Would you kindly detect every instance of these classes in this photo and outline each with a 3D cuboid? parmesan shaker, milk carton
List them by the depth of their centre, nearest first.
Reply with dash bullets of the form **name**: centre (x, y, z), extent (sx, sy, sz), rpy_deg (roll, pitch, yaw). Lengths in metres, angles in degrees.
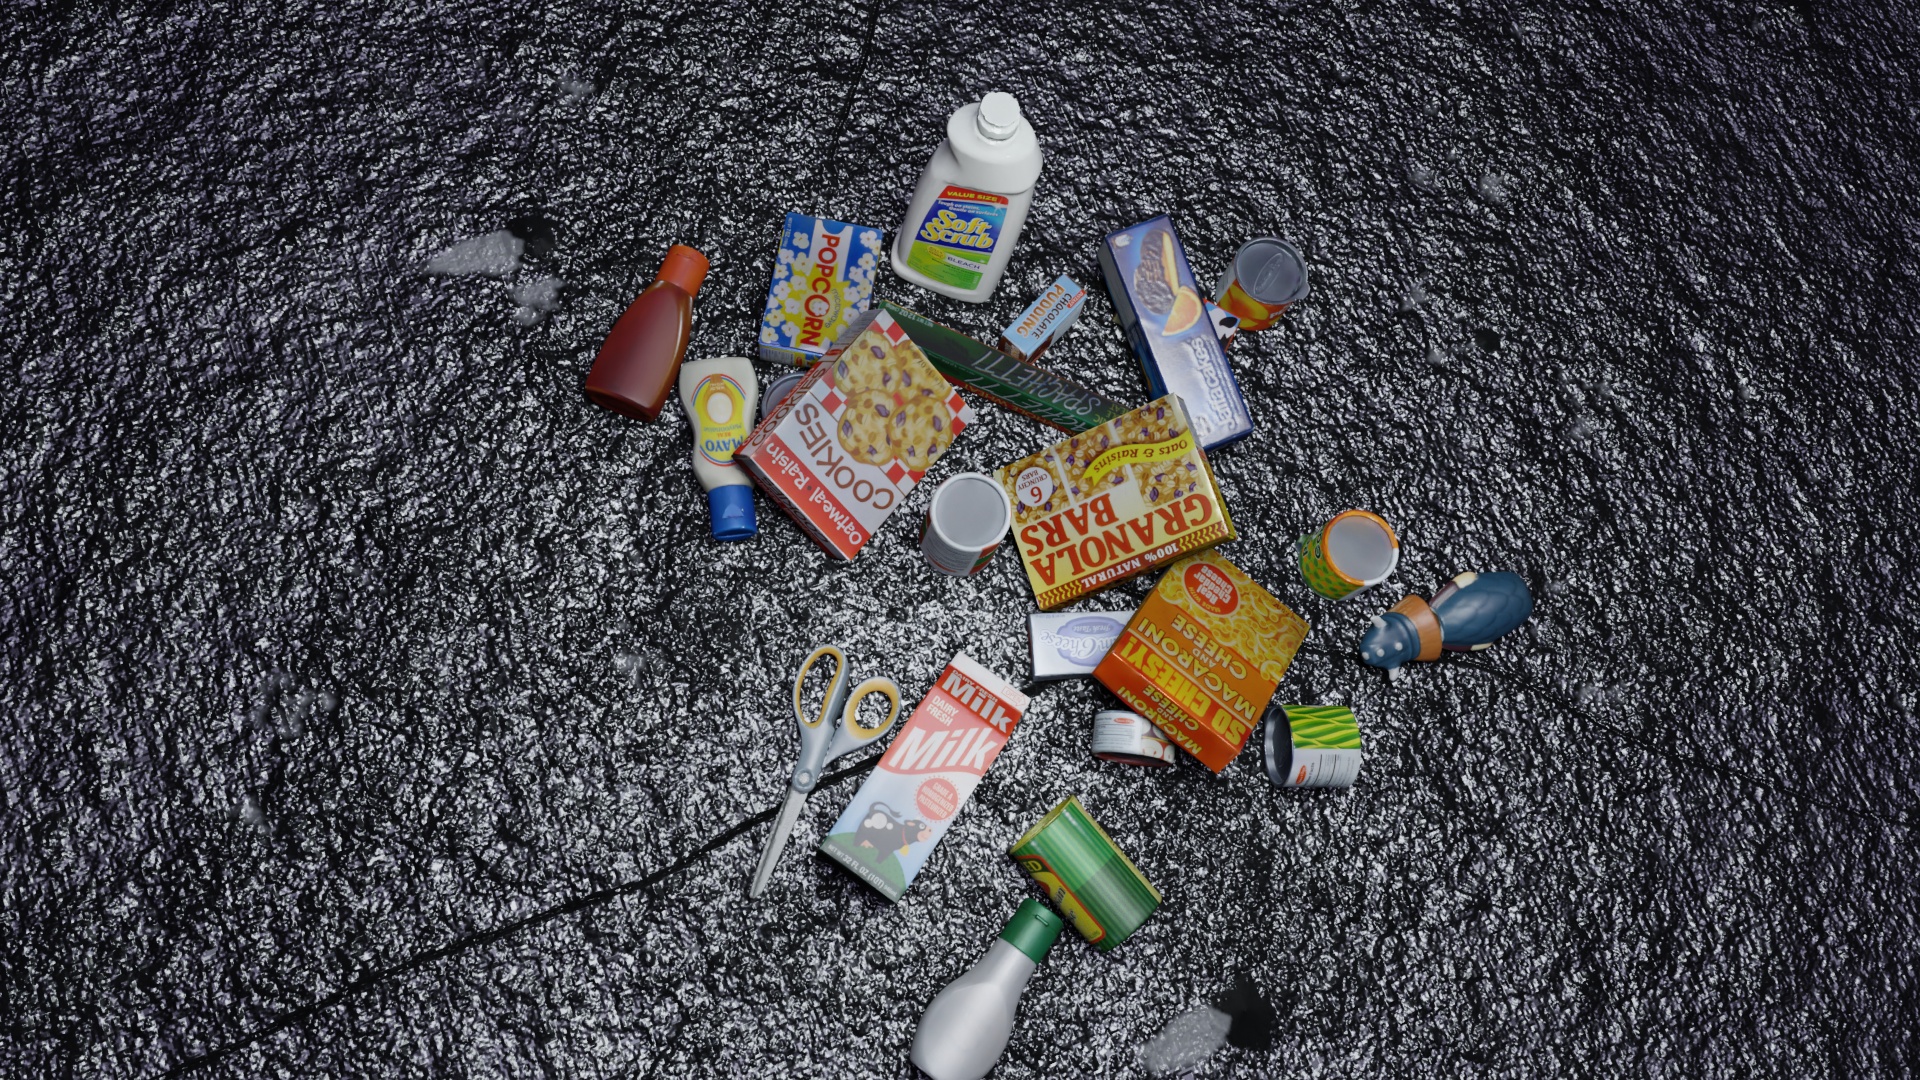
- **parmesan shaker**: centre (0.096, 0.255, 1.061), extent (0.071, 0.071, 0.103), rpy_deg (-40, 83, -16)
- **milk carton**: centre (-0.026, 0.180, 1.066), extent (0.072, 0.073, 0.191), rpy_deg (34, 72, 3)

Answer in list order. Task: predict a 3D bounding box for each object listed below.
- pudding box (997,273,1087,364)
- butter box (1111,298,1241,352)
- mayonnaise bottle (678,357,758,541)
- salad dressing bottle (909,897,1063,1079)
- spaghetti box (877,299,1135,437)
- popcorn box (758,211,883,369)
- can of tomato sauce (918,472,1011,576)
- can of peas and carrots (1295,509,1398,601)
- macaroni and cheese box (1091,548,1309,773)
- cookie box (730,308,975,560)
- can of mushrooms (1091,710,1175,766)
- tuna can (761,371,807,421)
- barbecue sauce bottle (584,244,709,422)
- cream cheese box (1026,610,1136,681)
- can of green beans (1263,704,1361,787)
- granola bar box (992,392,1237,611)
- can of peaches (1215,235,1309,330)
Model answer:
- **pudding box**: centre (0.070, -0.185, 1.195), extent (0.030, 0.049, 0.084), rpy_deg (42, 74, 7)
- **butter box**: centre (0.191, -0.195, 1.227), extent (0.103, 0.024, 0.053), rpy_deg (28, 74, 1)
- **mayonnaise bottle**: centre (-0.192, -0.075, 1.133), extent (0.065, 0.041, 0.148), rpy_deg (-7, 75, -9)
- **salad dressing bottle**: centre (0.022, 0.340, 1.043), extent (0.064, 0.044, 0.148), rpy_deg (36, 72, 5)
- **spaghetti box**: centre (0.040, -0.135, 1.177), extent (0.250, 0.050, 0.029), rpy_deg (24, 75, 0)
- **popcorn box**: centre (-0.119, -0.209, 1.183), extent (0.085, 0.038, 0.127), rpy_deg (10, 73, -3)
- **can of tomato sauce**: centre (0.004, -0.014, 1.120), extent (0.071, 0.083, 0.071), rpy_deg (2, 75, -7)
- **can of peas and carrots**: centre (0.324, 0.011, 1.168), extent (0.071, 0.058, 0.071), rpy_deg (2, 74, -7)
- **macaroni and cheese box**: centre (0.194, 0.087, 1.104), extent (0.124, 0.040, 0.167), rpy_deg (38, 46, 4)
- **cookie box**: centre (-0.084, -0.085, 1.124), extent (0.168, 0.040, 0.122), rpy_deg (-50, 117, -17)
- **can of mushrooms**: centre (0.139, 0.157, 1.099), extent (0.071, 0.071, 0.033), rpy_deg (9, 73, -5)
- **tuna can**: centre (-0.129, -0.104, 1.154), extent (0.071, 0.032, 0.071), rpy_deg (2, 74, -7)
- **barbecue sauce bottle**: centre (-0.253, -0.175, 1.153), extent (0.065, 0.043, 0.149), rpy_deg (20, 72, 2)
- **cream cheese box**: centre (0.108, 0.086, 1.136), extent (0.104, 0.024, 0.053), rpy_deg (-2, 76, -8)
- **can of green beans**: centre (0.281, 0.165, 1.115), extent (0.058, 0.071, 0.071), rpy_deg (2, 74, -8)
- **granola bar box**: centre (0.123, -0.029, 1.122), extent (0.165, 0.039, 0.124), rpy_deg (-23, 77, 20)
- **can of peaches**: centre (0.267, -0.225, 1.229), extent (0.071, 0.058, 0.071), rpy_deg (2, 74, -8)
